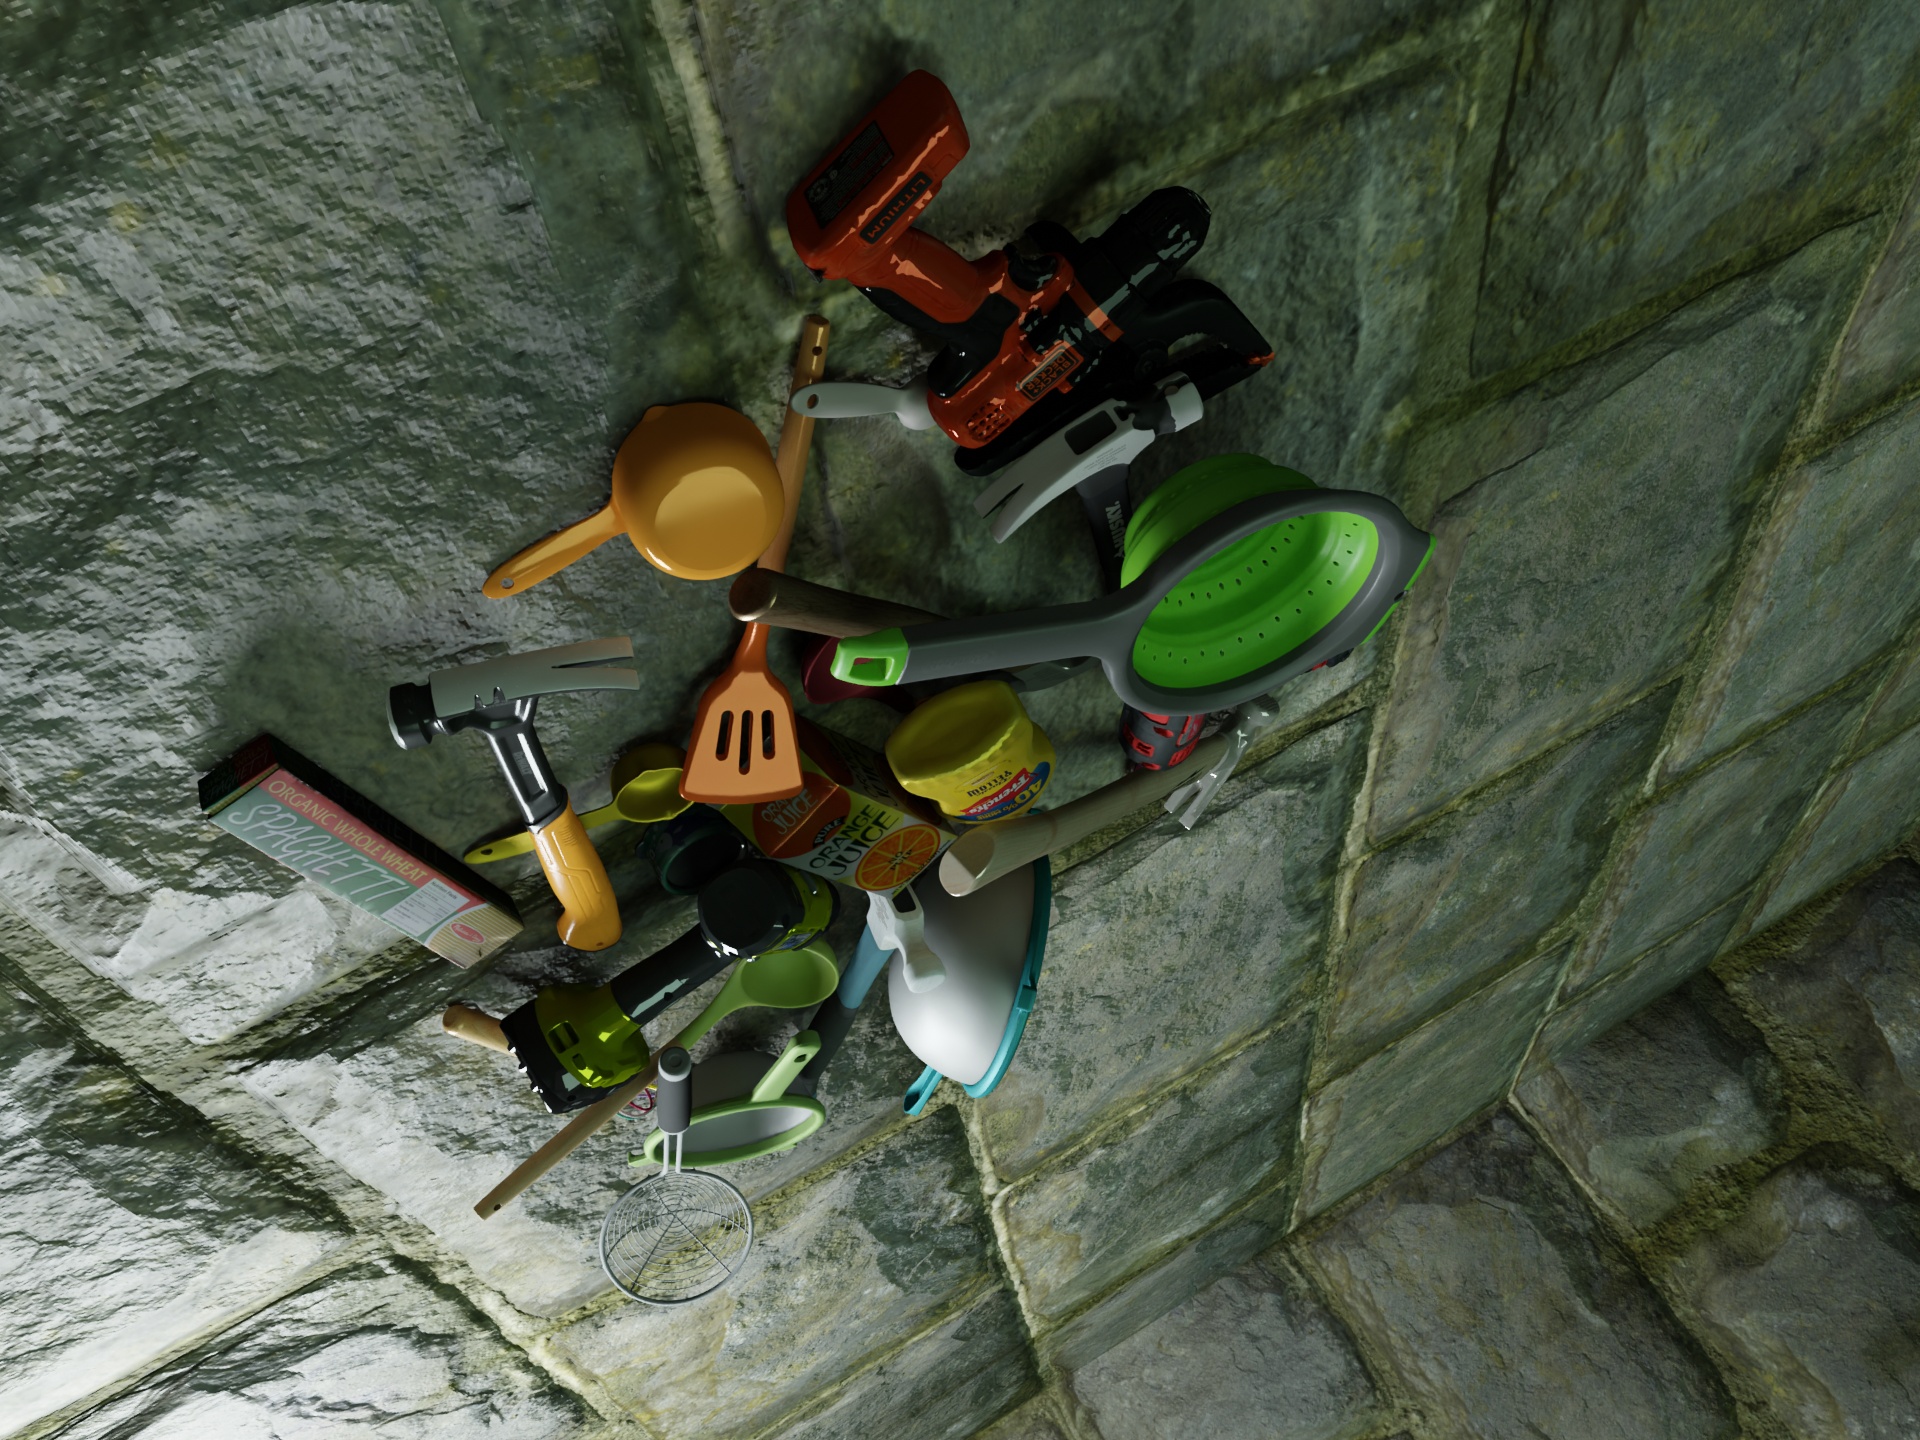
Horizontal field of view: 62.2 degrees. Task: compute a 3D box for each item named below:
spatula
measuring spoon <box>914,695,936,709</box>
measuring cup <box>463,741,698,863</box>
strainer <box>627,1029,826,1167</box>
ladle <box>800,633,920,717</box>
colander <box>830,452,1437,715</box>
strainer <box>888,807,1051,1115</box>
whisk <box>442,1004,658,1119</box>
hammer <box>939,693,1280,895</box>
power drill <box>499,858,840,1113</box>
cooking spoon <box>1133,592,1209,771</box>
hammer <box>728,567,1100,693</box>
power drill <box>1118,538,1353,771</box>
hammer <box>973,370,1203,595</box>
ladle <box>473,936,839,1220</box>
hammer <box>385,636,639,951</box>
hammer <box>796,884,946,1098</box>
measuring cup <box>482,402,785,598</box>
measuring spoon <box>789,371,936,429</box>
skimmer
[{"bbox_3d":[-0.108,-0.082,0.928,0.081,0.041,0.322,0,131,-21],"label":"spatula"},{"bbox_3d":[-0.002,-0.004,1.130,0.116,0.011,0.021,16,104,-58],"label":"measuring spoon"},{"bbox_3d":[-0.242,0.054,1.012,0.156,0.029,0.062,-19,147,-4],"label":"measuring cup"},{"bbox_3d":[-0.170,0.287,1.286,0.151,0.069,0.256,2,146,-28],"label":"strainer"},{"bbox_3d":[-0.026,-0.004,1.124,0.069,0.031,0.315,-51,148,2],"label":"ladle"},{"bbox_3d":[0.097,-0.088,0.965,0.397,0.095,0.204,-9,146,-25],"label":"colander"},{"bbox_3d":[-0.024,0.228,1.313,0.095,0.211,0.340,16,135,-11],"label":"strainer"},{"bbox_3d":[-0.297,0.254,1.192,0.051,0.047,0.244,-50,142,0],"label":"whisk"},{"bbox_3d":[0.113,0.071,1.237,0.410,0.038,0.146,-18,146,-51],"label":"hammer"},{"bbox_3d":[-0.190,0.176,1.123,0.228,0.080,0.190,-35,169,5],"label":"power drill"},{"bbox_3d":[0.178,-0.047,1.262,0.069,0.017,0.318,-27,147,-26],"label":"cooking spoon"},{"bbox_3d":[-0.018,-0.054,0.986,0.130,0.031,0.331,-23,162,30],"label":"hammer"},{"bbox_3d":[0.212,-0.062,1.173,0.219,0.079,0.143,-32,152,-30],"label":"power drill"},{"bbox_3d":[0.107,-0.101,1.087,0.146,0.035,0.334,-29,153,-1],"label":"hammer"},{"bbox_3d":[-0.225,0.268,1.197,0.320,0.062,0.078,-39,134,-19],"label":"ladle"},{"bbox_3d":[-0.237,0.061,0.959,0.127,0.034,0.336,-13,151,-10],"label":"hammer"},{"bbox_3d":[-0.094,0.229,1.288,0.033,0.128,0.330,-8,147,-28],"label":"hammer"},{"bbox_3d":[-0.173,-0.097,0.842,0.173,0.052,0.095,-29,133,-1],"label":"measuring cup"},{"bbox_3d":[-0.046,-0.174,0.879,0.124,0.018,0.034,-13,130,-50],"label":"measuring spoon"},{"bbox_3d":[-0.216,0.358,1.221,0.127,0.090,0.363,-5,147,-14],"label":"skimmer"}]
